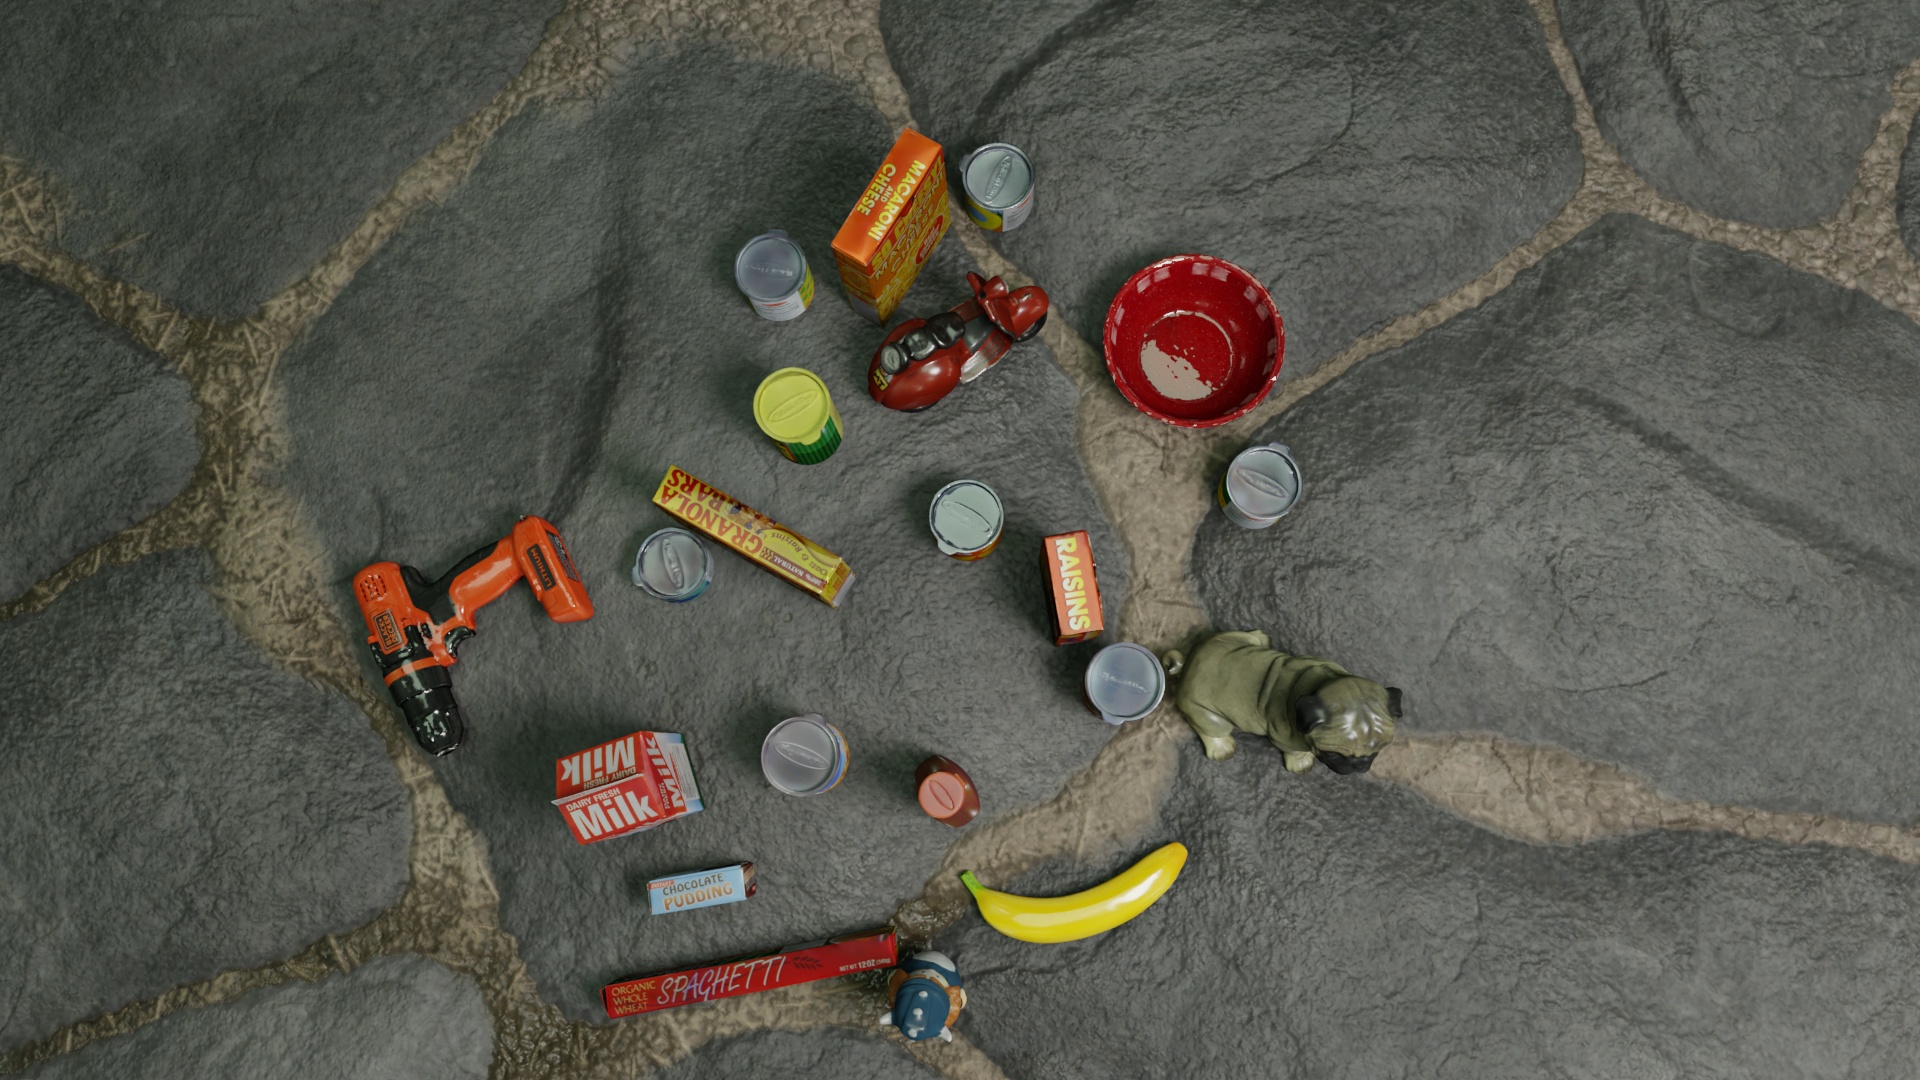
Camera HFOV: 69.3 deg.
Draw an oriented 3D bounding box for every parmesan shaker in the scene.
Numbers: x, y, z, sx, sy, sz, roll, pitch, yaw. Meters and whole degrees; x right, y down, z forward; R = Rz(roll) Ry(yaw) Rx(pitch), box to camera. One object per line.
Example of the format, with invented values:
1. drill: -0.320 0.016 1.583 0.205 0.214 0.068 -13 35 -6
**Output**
1. parmesan shaker: -0.141 -0.105 1.232 0.071 0.103 0.071 0 81 1

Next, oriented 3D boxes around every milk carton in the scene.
1. milk carton: -0.272 0.202 1.139 0.072 0.190 0.073 -19 81 -1

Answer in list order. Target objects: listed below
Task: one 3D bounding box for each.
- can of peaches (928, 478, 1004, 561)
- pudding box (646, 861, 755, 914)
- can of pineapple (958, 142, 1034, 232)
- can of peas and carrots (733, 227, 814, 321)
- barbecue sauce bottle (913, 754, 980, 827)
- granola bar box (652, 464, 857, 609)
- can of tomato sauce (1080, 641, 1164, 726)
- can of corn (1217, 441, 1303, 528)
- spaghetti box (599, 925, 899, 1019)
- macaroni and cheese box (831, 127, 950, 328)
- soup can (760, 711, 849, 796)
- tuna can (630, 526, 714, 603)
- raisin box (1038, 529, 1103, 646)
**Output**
1. can of peaches: 0.004 -0.016 1.237 0.071 0.058 0.071 0 81 1
2. pudding box: -0.222 0.298 1.193 0.084 0.049 0.030 -9 81 0
3. can of pineapple: 0.034 -0.328 1.288 0.071 0.058 0.071 0 81 1
4. can of peas and carrots: -0.170 -0.244 1.279 0.071 0.058 0.071 0 81 1
5. barbecue sauce bottle: -0.012 0.209 1.153 0.044 0.148 0.065 -39 82 -4
6. granola bar box: -0.176 0.001 1.204 0.165 0.124 0.039 29 83 6
7. can of tomato sauce: 0.138 0.126 1.197 0.071 0.083 0.071 0 81 1
8. can of corn: 0.267 -0.049 1.236 0.071 0.058 0.071 0 81 1
9. spaghetti box: -0.176 0.366 1.180 0.250 0.050 0.029 -11 81 0
10. macaroni and cheese box: -0.057 -0.271 1.226 0.040 0.166 0.124 30 83 6
11. soup can: -0.131 0.183 1.193 0.071 0.083 0.071 0 81 1
12. tuna can: -0.259 0.024 1.249 0.071 0.033 0.071 0 81 1
13. raisin box: 0.094 0.044 1.191 0.040 0.123 0.086 -9 81 0
